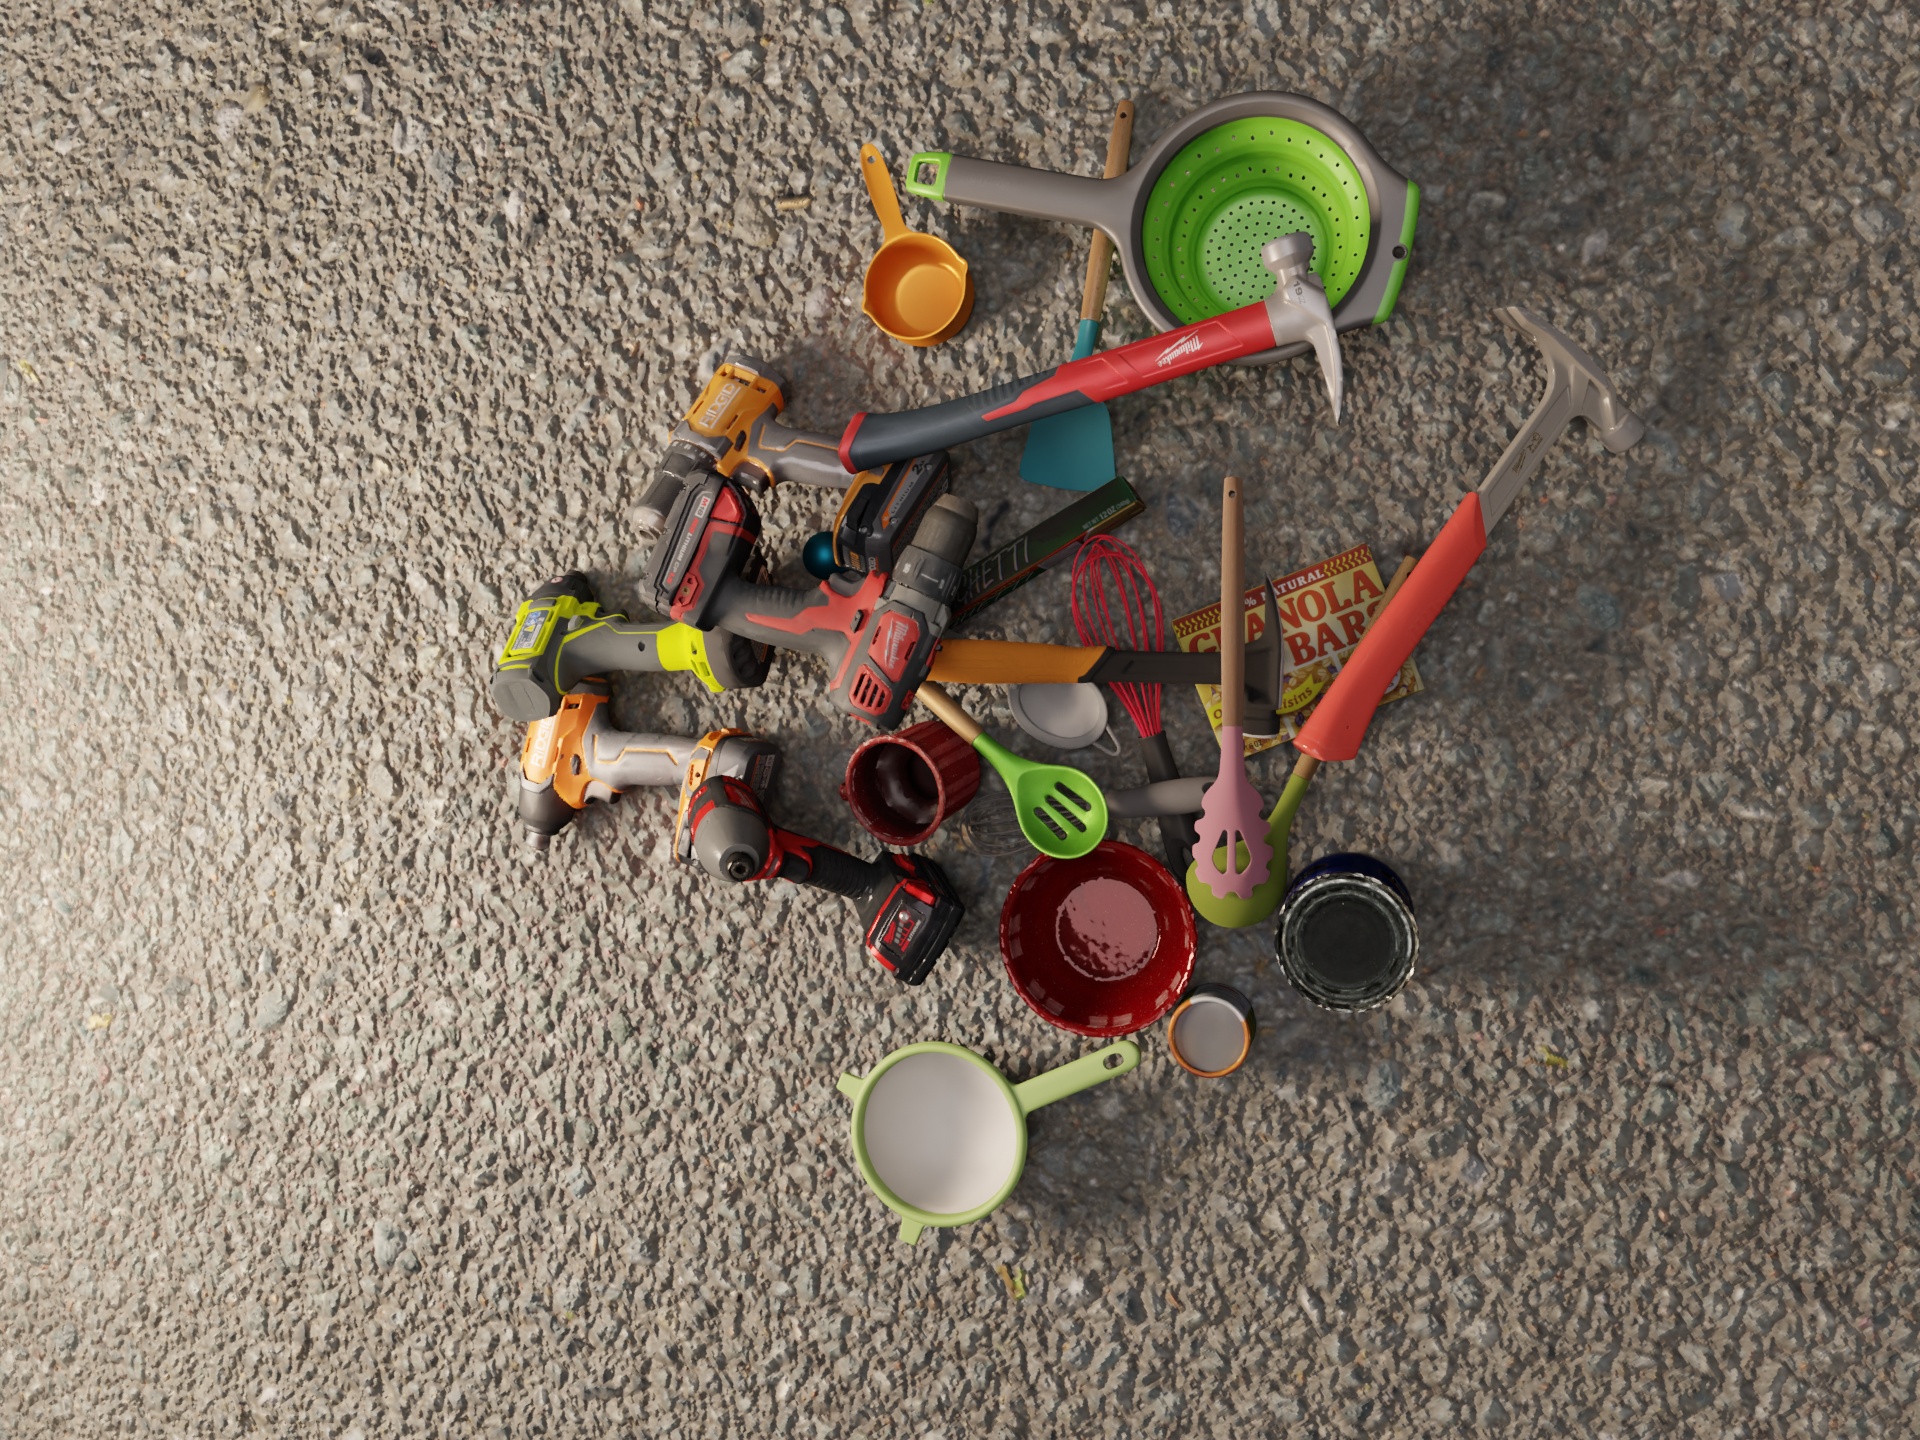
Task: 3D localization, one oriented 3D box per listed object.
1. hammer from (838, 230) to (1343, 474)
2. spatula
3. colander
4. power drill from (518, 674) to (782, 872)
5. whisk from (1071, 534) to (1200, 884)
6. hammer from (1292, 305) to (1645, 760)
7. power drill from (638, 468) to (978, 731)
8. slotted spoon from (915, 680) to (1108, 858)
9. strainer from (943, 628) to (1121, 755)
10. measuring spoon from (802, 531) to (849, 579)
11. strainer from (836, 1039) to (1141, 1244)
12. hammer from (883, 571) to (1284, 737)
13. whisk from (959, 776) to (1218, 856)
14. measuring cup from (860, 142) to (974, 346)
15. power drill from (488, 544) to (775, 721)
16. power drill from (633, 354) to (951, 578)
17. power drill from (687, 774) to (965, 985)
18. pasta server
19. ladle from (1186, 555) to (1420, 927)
[{"bbox_3d":[0.093,-0.241,1.211,0.386,0.038,0.143,-15,91,14],"label":"hammer"},{"bbox_3d":[0.111,-0.350,1.309,0.082,0.044,0.317,10,89,14],"label":"spatula"},{"bbox_3d":[0.154,-0.392,1.257,0.397,0.094,0.204,14,96,13],"label":"colander"},{"bbox_3d":[-0.284,0.059,1.389,0.226,0.084,0.164,17,96,18],"label":"power drill"},{"bbox_3d":[0.150,-0.007,1.288,0.073,0.073,0.296,-16,93,14],"label":"whisk"},{"bbox_3d":[0.357,-0.125,1.182,0.149,0.037,0.359,36,89,-17],"label":"hammer"},{"bbox_3d":[-0.109,-0.117,1.220,0.227,0.080,0.188,25,90,6],"label":"power drill"},{"bbox_3d":[-0.002,-0.004,1.284,0.314,0.031,0.070,43,95,15],"label":"slotted spoon"},{"bbox_3d":[0.023,-0.049,1.298,0.258,0.050,0.086,28,133,-7],"label":"strainer"},{"bbox_3d":[-0.078,-0.133,1.360,0.128,0.021,0.042,13,94,15],"label":"measuring spoon"},{"bbox_3d":[0.035,0.316,1.316,0.256,0.069,0.151,-26,83,13],"label":"strainer"},{"bbox_3d":[0.081,-0.052,1.243,0.337,0.034,0.127,1,103,8],"label":"hammer"},{"bbox_3d":[0.107,0.074,1.282,0.239,0.055,0.055,-10,88,26],"label":"whisk"},{"bbox_3d":[-0.045,-0.397,1.333,0.095,0.052,0.174,-20,84,14],"label":"measuring cup"},{"bbox_3d":[-0.273,-0.082,1.353,0.223,0.171,0.080,-6,130,12],"label":"power drill"},{"bbox_3d":[-0.144,-0.192,1.316,0.226,0.084,0.185,25,66,13],"label":"power drill"},{"bbox_3d":[-0.113,0.124,1.274,0.219,0.143,0.078,27,98,-20],"label":"power drill"},{"bbox_3d":[0.203,-0.023,1.189,0.060,0.040,0.316,0,89,10],"label":"pasta server"},{"bbox_3d":[0.270,0.017,1.230,0.078,0.062,0.320,25,95,-17],"label":"ladle"}]
